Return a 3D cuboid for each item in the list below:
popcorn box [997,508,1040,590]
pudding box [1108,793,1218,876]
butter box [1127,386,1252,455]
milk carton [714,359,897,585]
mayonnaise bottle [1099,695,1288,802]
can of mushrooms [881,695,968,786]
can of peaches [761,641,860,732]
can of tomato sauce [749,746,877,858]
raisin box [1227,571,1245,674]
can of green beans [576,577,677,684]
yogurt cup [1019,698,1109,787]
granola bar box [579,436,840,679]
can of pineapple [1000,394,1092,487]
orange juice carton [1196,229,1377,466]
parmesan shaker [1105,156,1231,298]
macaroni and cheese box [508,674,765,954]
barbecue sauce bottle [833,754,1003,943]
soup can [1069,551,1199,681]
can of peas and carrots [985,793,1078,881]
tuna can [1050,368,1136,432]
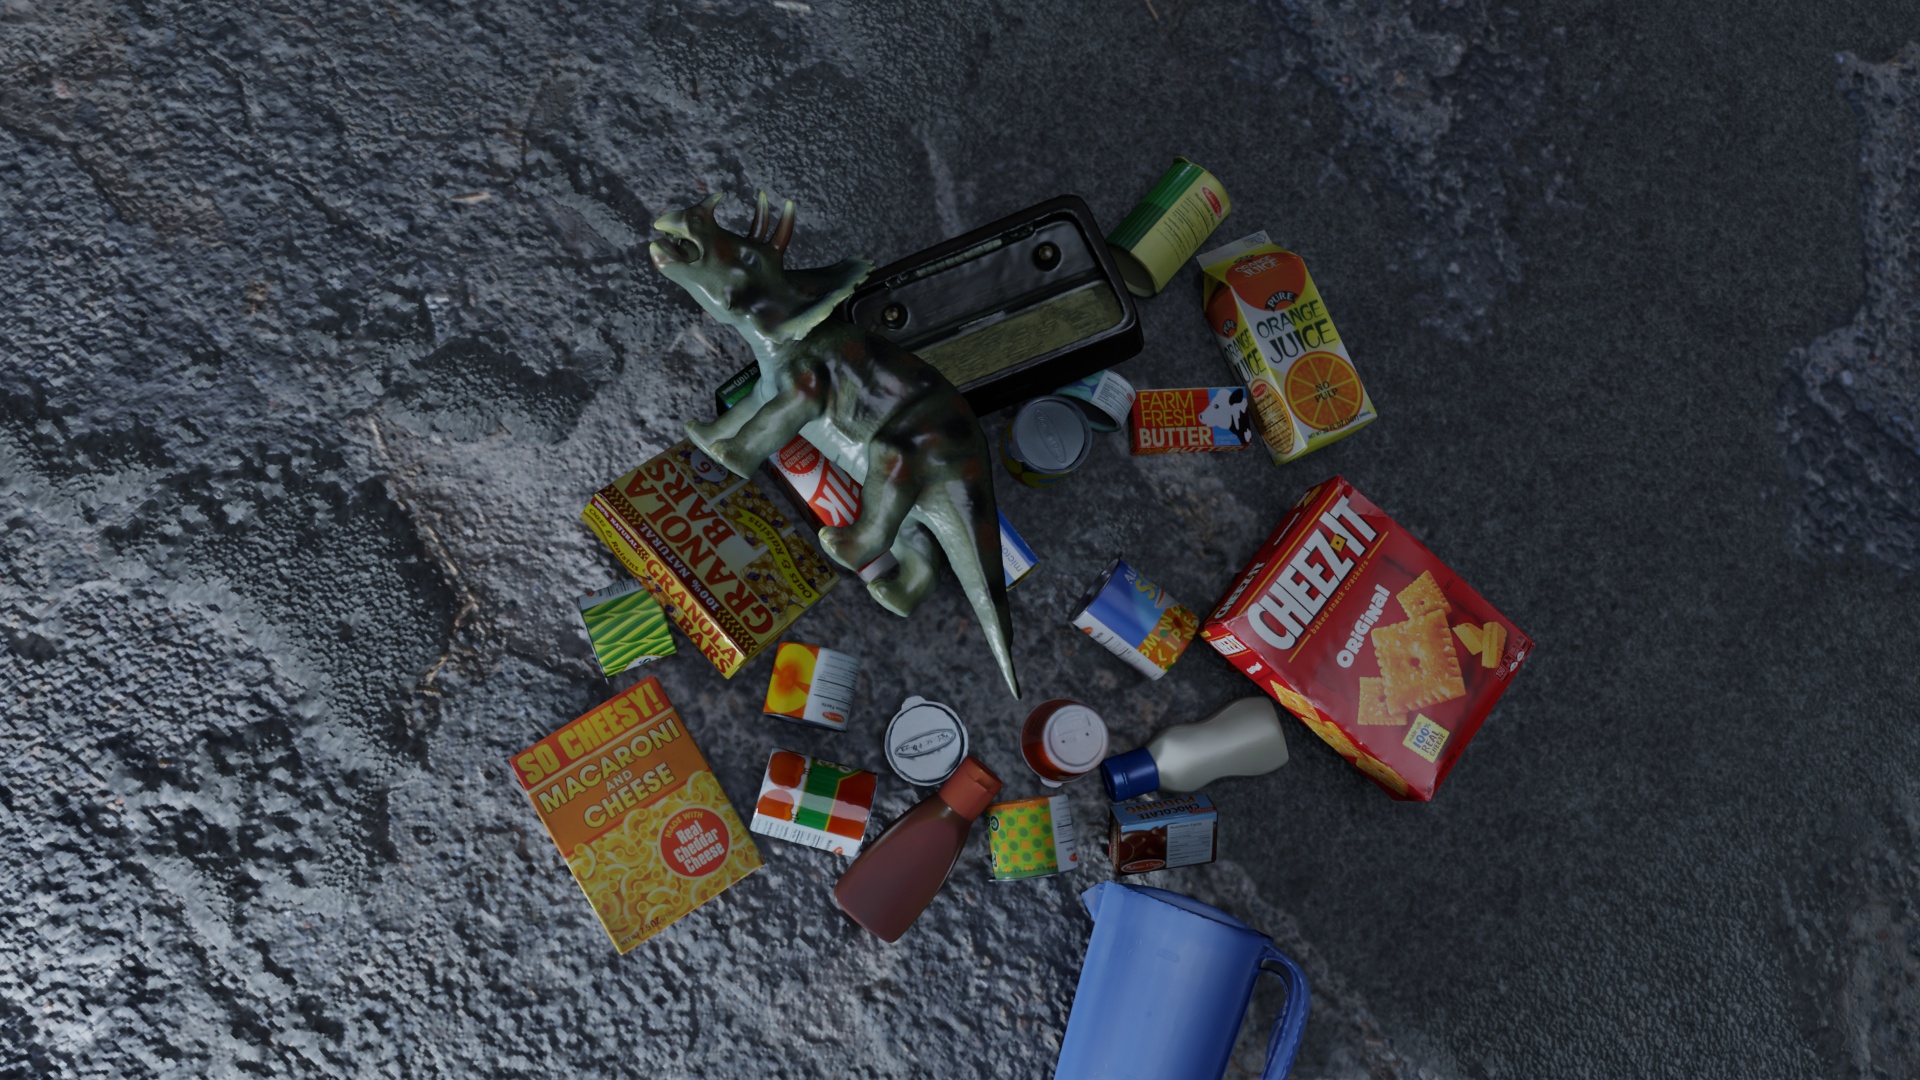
[{"bbox_3d":[0.004,-0.014,1.105,0.038,0.085,0.126,-38,88,-12],"label":"popcorn box"},{"bbox_3d":[0.161,0.234,1.105,0.084,0.030,0.049,-6,112,-11],"label":"pudding box"},{"bbox_3d":[0.194,-0.102,1.184,0.104,0.024,0.053,-3,80,-11],"label":"butter box"},{"bbox_3d":[-0.107,-0.058,1.100,0.072,0.073,0.190,-39,88,-13],"label":"milk carton"},{"bbox_3d":[0.188,0.174,1.126,0.148,0.041,0.065,-15,83,-11],"label":"mayonnaise bottle"},{"bbox_3d":[-0.029,0.158,1.095,0.071,0.033,0.071,1,80,-9],"label":"can of mushrooms"},{"bbox_3d":[-0.116,0.113,1.073,0.071,0.071,0.058,14,78,-7],"label":"can of peaches"},{"bbox_3d":[-0.111,0.197,1.058,0.083,0.071,0.071,16,78,-6],"label":"can of tomato sauce"},{"bbox_3d":[0.290,0.075,1.161,0.123,0.040,0.086,9,80,-9],"label":"raisin box"},{"bbox_3d":[-0.253,0.064,1.057,0.058,0.071,0.071,-19,84,-13],"label":"can of green beans"},{"bbox_3d":[0.085,0.158,1.104,0.072,0.054,0.072,2,79,-9],"label":"yogurt cup"},{"bbox_3d":[-0.188,0.006,1.061,0.165,0.039,0.125,47,42,1],"label":"granola bar box"},{"bbox_3d":[0.067,-0.081,1.142,0.071,0.057,0.071,2,80,-9],"label":"can of pineapple"},{"bbox_3d":[0.271,-0.169,1.184,0.072,0.073,0.193,-22,84,-12],"label":"orange juice carton"},{"bbox_3d":[0.172,-0.267,1.188,0.071,0.071,0.103,42,77,0],"label":"parmesan shaker"},{"bbox_3d":[-0.243,0.204,1.047,0.124,0.040,0.166,-31,87,-13],"label":"macaroni and cheese box"},{"bbox_3d":[-0.028,0.232,1.060,0.065,0.044,0.148,40,89,-9],"label":"barbecue sauce bottle"},{"bbox_3d":[0.143,0.062,1.124,0.084,0.071,0.071,37,76,-2],"label":"soup can"},{"bbox_3d":[0.053,0.231,1.080,0.071,0.071,0.059,-6,81,-11],"label":"can of peas and carrots"},{"bbox_3d":[0.108,-0.120,1.154,0.071,0.071,0.033,27,78,-4],"label":"tuna can"}]
